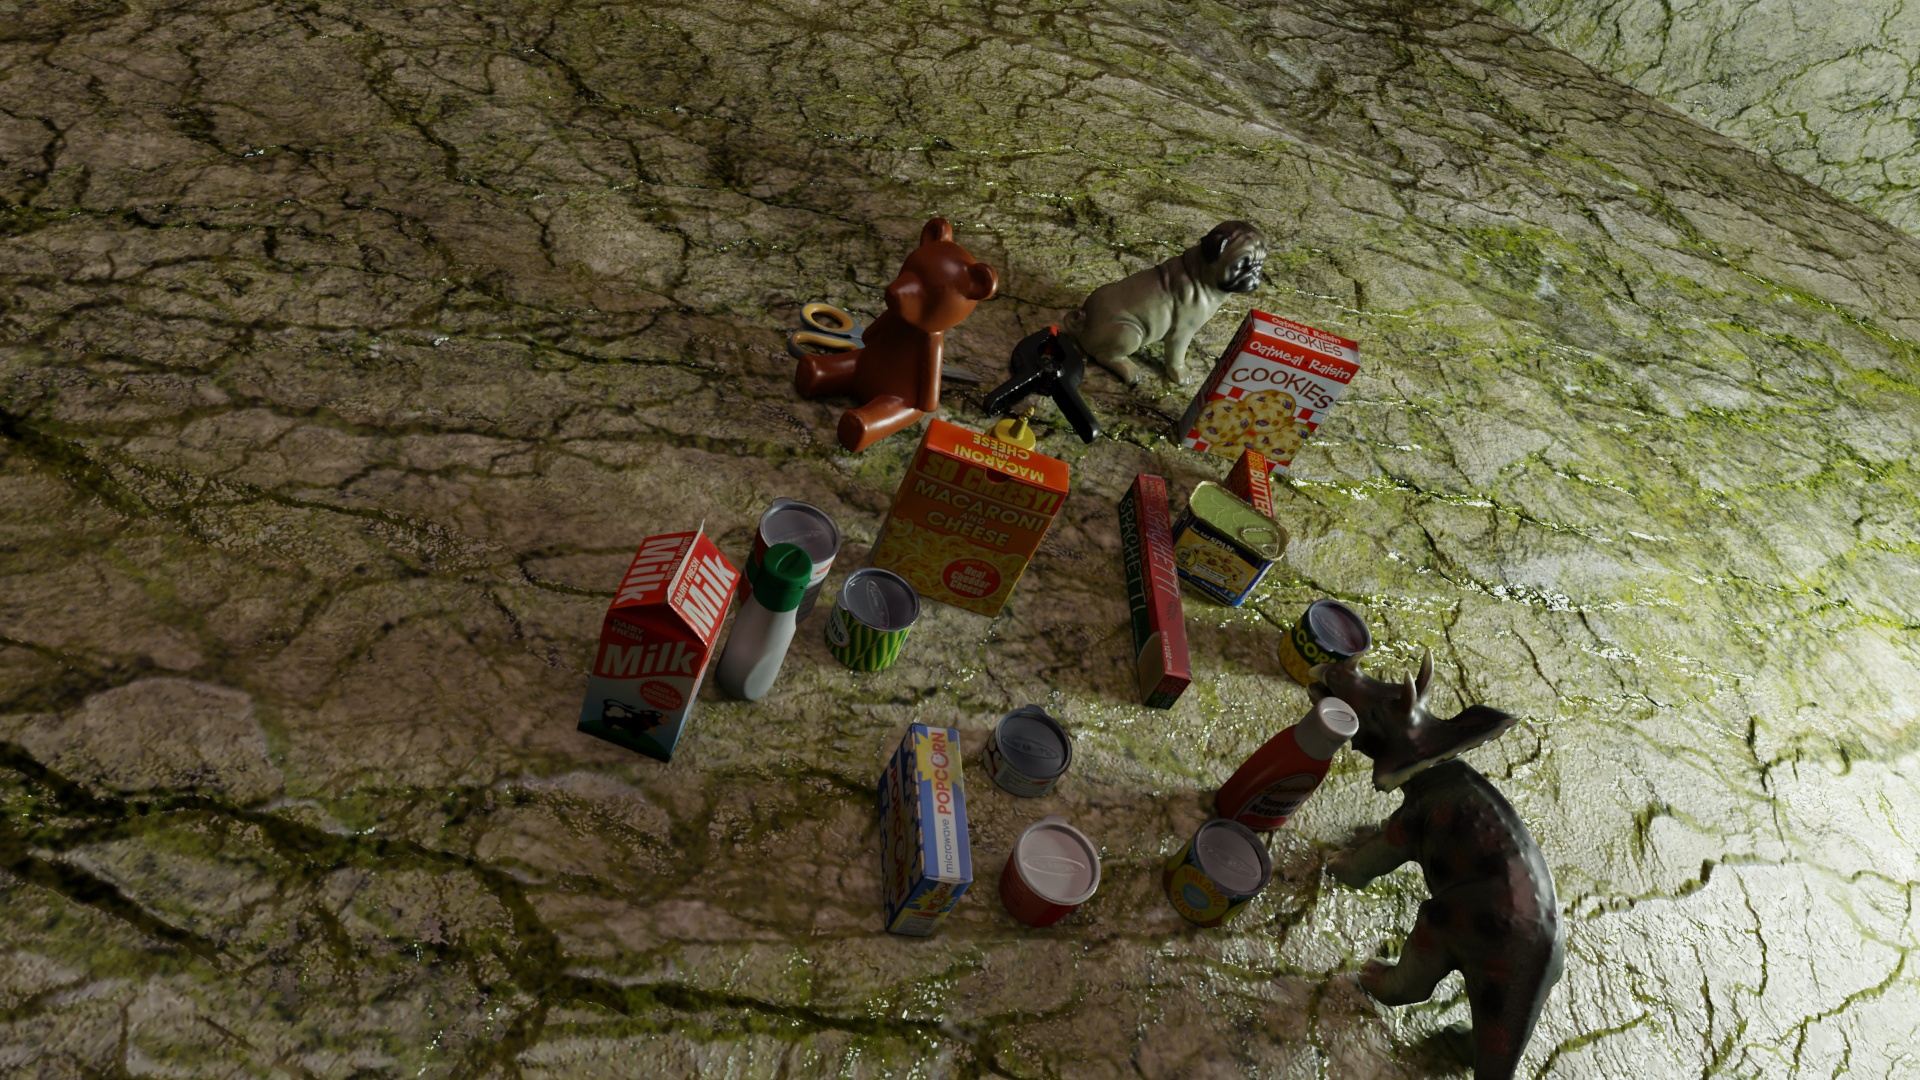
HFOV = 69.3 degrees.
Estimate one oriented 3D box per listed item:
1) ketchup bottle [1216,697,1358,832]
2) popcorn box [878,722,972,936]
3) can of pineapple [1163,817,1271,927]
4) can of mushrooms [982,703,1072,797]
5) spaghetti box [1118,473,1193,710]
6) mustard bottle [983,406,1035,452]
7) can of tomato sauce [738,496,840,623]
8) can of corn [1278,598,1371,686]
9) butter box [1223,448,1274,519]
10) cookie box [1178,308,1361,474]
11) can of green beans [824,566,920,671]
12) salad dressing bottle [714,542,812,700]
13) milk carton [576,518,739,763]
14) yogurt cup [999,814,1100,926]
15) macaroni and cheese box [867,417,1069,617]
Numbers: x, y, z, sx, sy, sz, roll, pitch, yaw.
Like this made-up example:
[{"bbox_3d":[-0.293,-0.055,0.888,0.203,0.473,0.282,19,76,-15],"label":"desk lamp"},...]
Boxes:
[{"bbox_3d":[0.267,0.182,1.125,0.065,0.148,0.044,9,47,-18],"label":"ketchup bottle"},{"bbox_3d":[-0.028,0.209,1.004,0.038,0.084,0.127,10,46,-18],"label":"popcorn box"},{"bbox_3d":[0.199,0.261,1.084,0.071,0.057,0.071,14,45,-14],"label":"can of pineapple"},{"bbox_3d":[0.054,0.169,1.117,0.071,0.033,0.071,14,45,-14],"label":"can of mushrooms"},{"bbox_3d":[0.178,0.041,1.285,0.029,0.050,0.251,13,45,-14],"label":"spaghetti box"},{"bbox_3d":[0.029,-0.060,1.229,0.065,0.159,0.049,25,44,-3],"label":"mustard bottle"},{"bbox_3d":[-0.142,0.018,1.129,0.071,0.082,0.071,14,45,-14],"label":"can of tomato sauce"},{"bbox_3d":[0.339,0.099,1.301,0.071,0.058,0.071,14,45,-14],"label":"can of corn"},{"bbox_3d":[0.293,-0.040,1.413,0.024,0.052,0.104,16,45,-12],"label":"butter box"},{"bbox_3d":[0.320,-0.153,1.450,0.123,0.166,0.040,15,45,-12],"label":"cookie box"},{"bbox_3d":[-0.073,0.065,1.136,0.071,0.057,0.071,14,45,-14],"label":"can of green beans"},{"bbox_3d":[-0.146,0.061,1.040,0.044,0.146,0.064,34,44,7],"label":"salad dressing bottle"},{"bbox_3d":[-0.209,0.068,0.972,0.073,0.189,0.073,22,44,-6],"label":"milk carton"},{"bbox_3d":[0.063,0.250,1.031,0.072,0.053,0.073,14,45,-14],"label":"yogurt cup"},{"bbox_3d":[0.004,-0.015,1.169,0.124,0.165,0.040,18,44,-10],"label":"macaroni and cheese box"}]
